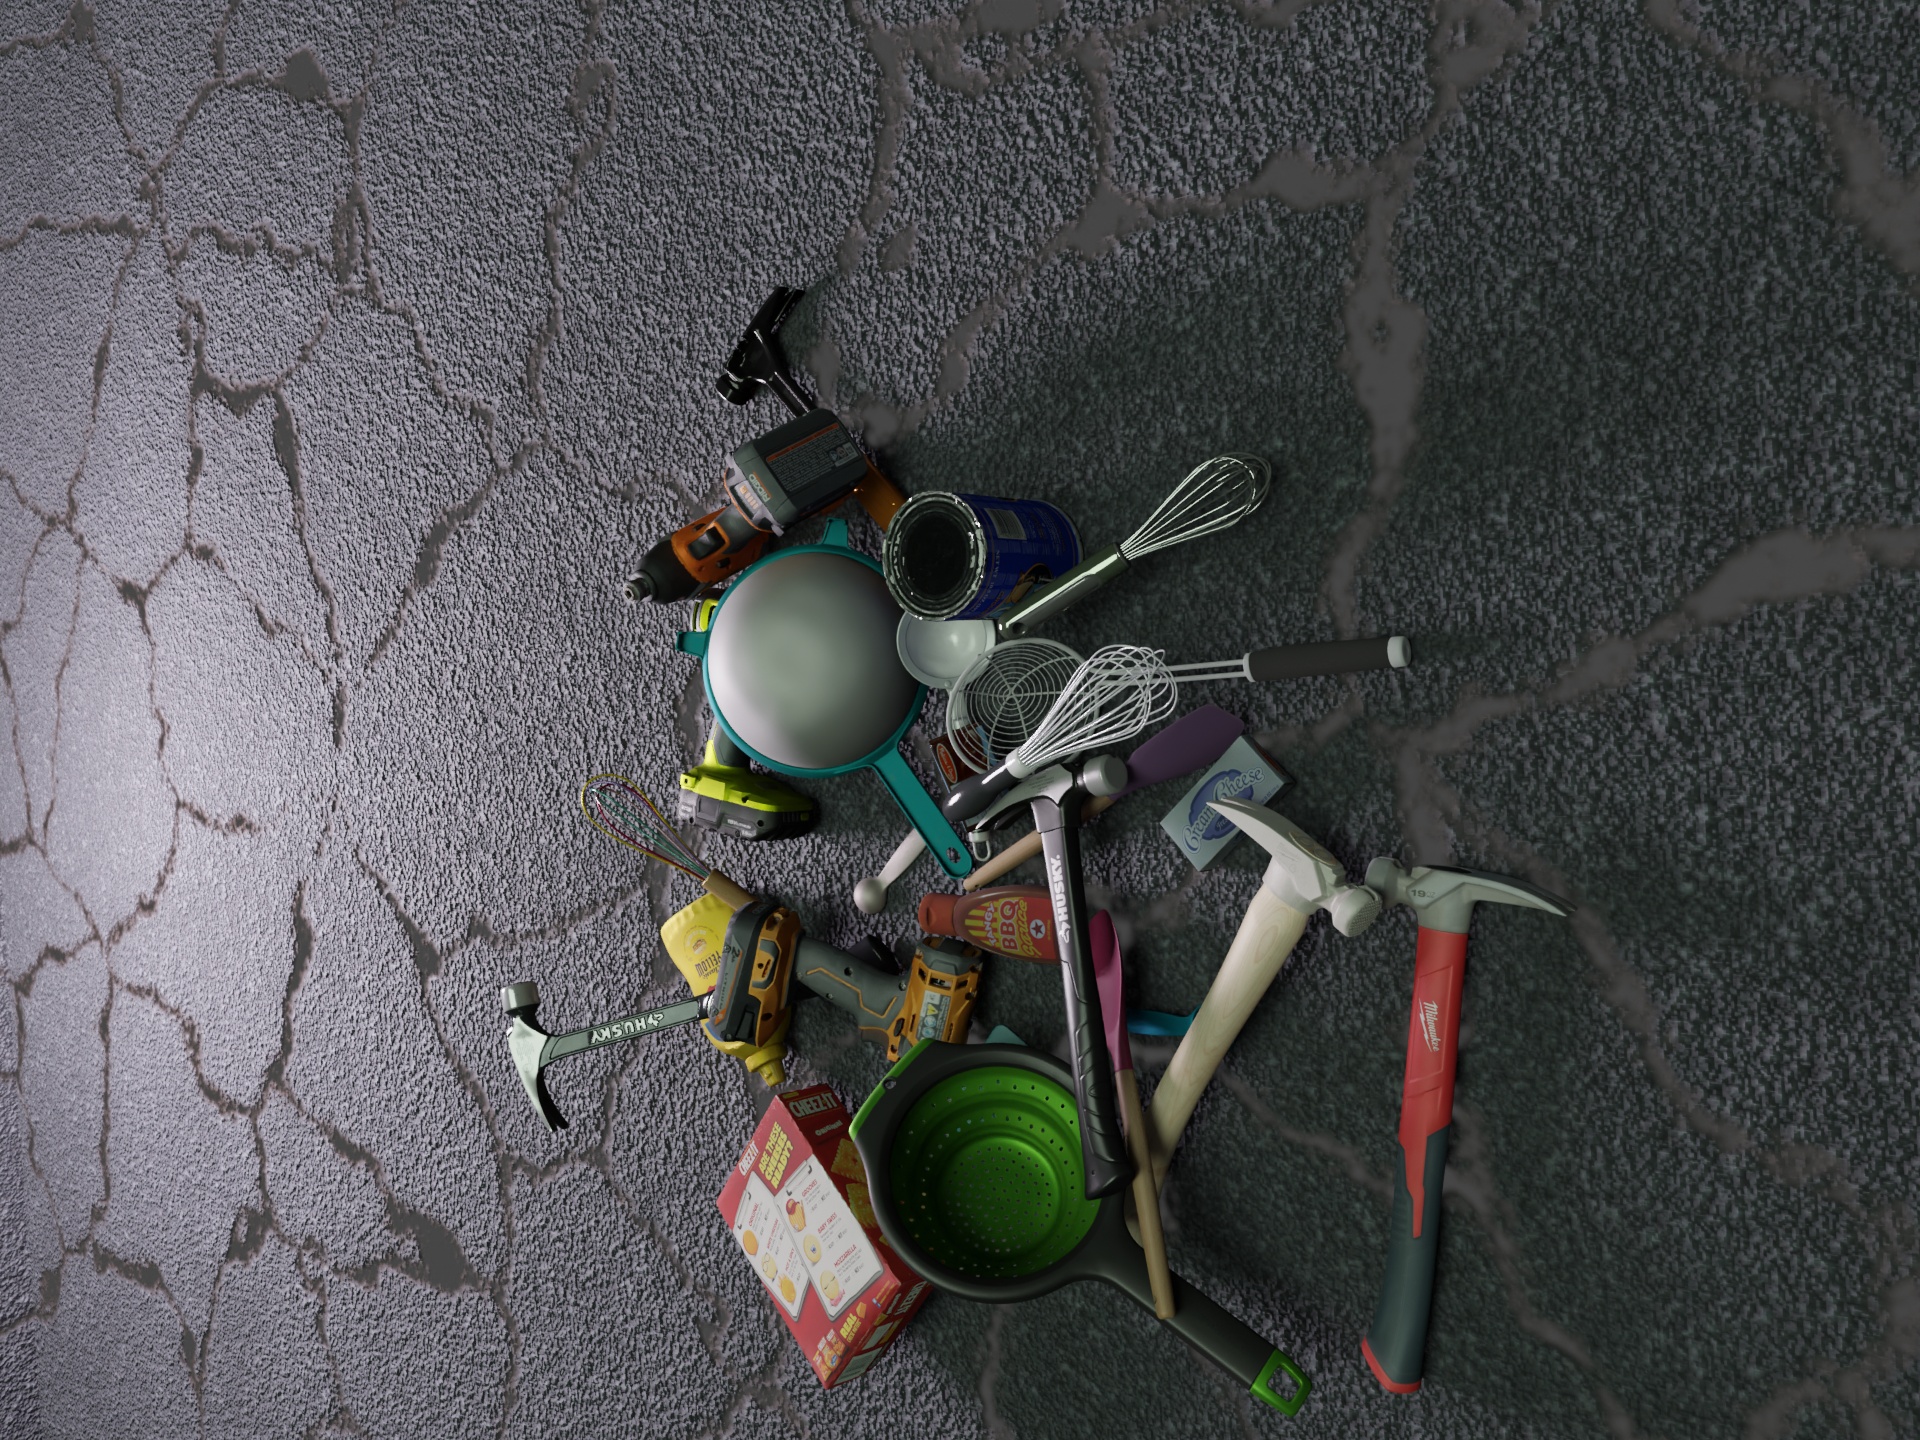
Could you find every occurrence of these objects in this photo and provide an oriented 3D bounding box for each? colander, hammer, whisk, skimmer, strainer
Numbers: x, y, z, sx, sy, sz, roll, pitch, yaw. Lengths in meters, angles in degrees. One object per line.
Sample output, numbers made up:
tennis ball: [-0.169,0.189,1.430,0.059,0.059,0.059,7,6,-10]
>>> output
colander: [0.094,0.413,1.253,0.397,0.204,0.094,32,153,21]
hammer: [-0.100,-0.245,1.440,0.337,0.034,0.127,51,121,22]
hammer: [0.179,0.256,1.237,0.146,0.038,0.410,41,122,34]
whisk: [0.067,0.020,1.231,0.284,0.070,0.070,-38,70,47]
whisk: [0.132,-0.131,1.229,0.246,0.057,0.059,-32,39,17]
skimmer: [0.160,-0.019,1.226,0.363,0.090,0.127,-5,122,34]
hammer: [-0.248,0.277,1.502,0.409,0.036,0.149,-17,79,16]
strainer: [-0.099,-0.002,1.381,0.211,0.095,0.340,-36,83,6]
whisk: [-0.255,0.132,1.511,0.245,0.047,0.051,37,149,-7]
strainer: [-0.002,-0.004,1.379,0.087,0.050,0.258,-10,93,-7]
hammer: [0.089,0.203,1.250,0.146,0.035,0.335,-20,71,45]
hammer: [0.347,0.298,1.139,0.143,0.038,0.386,8,98,35]

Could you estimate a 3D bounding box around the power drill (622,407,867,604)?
power drill: [-0.201,-0.176,1.414,0.226,0.164,0.084,-30,95,47]

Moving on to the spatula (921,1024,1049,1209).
spatula: [-0.015,0.413,1.428,0.082,0.044,0.317,42,121,26]

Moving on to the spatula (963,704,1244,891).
spatula: [0.108,0.072,1.301,0.316,0.059,0.018,-37,39,38]

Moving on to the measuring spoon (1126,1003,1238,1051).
measuring spoon: [0.174,0.243,1.282,0.129,0.021,0.042,-4,93,46]

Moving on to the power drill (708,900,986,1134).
power drill: [-0.102,0.266,1.406,0.226,0.084,0.185,13,98,8]

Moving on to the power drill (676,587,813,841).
power drill: [-0.188,-0.005,1.497,0.171,0.080,0.223,12,97,35]

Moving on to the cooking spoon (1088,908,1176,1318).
cooking spoon: [0.133,0.300,1.243,0.068,0.017,0.319,124,144,-54]

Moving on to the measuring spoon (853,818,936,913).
measuring spoon: [-0.061,0.131,1.445,0.034,0.018,0.124,51,119,23]
